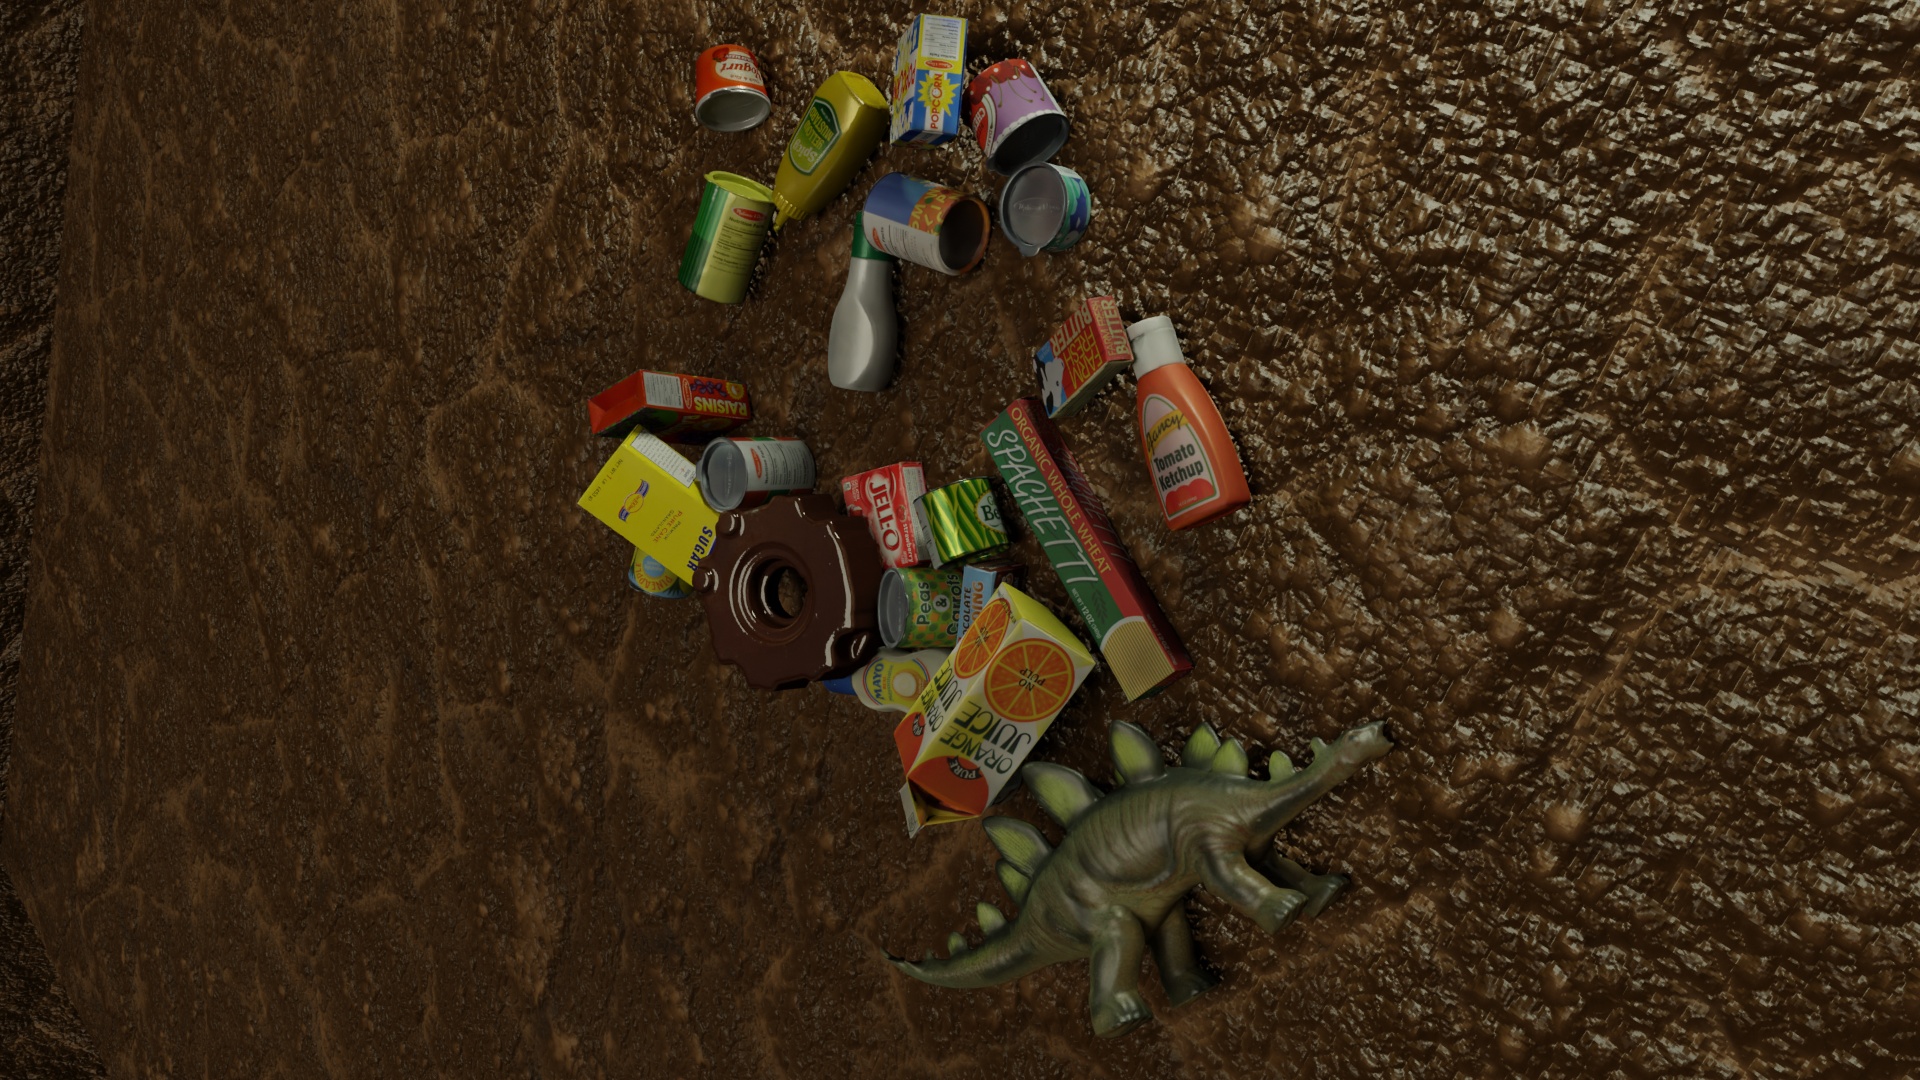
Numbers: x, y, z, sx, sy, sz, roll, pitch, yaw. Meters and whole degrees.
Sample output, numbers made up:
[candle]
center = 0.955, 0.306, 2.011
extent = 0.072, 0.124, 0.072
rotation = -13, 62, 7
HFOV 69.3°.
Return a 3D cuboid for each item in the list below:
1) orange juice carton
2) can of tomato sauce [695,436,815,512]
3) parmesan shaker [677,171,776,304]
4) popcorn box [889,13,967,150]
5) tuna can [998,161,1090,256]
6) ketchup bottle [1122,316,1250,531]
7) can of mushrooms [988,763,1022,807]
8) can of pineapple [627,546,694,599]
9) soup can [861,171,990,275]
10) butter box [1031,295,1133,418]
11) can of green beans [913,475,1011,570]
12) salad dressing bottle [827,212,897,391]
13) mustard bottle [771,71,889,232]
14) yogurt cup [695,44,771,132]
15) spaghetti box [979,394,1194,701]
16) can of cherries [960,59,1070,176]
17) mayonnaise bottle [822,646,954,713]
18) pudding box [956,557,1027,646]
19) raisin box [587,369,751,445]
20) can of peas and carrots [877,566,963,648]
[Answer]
[orange juice carton]
center = 0.012, 0.136, 1.060
extent = 0.192, 0.073, 0.072
rotation = -54, 21, 10
[can of tomato sauce]
center = -0.184, -0.060, 1.255
extent = 0.071, 0.083, 0.071
rotation = 4, 97, 41
[parmesan shaker]
center = -0.216, -0.277, 1.272
extent = 0.071, 0.071, 0.102
rotation = 40, 118, 31
[popcorn box]
center = -0.026, -0.353, 1.078
extent = 0.127, 0.038, 0.085
rotation = -134, 47, -76
[tuna can]
center = 0.064, -0.251, 1.058
extent = 0.071, 0.033, 0.071
rotation = 4, 97, 41
[ketchup bottle]
center = 0.155, -0.085, 0.988
extent = 0.064, 0.044, 0.149
rotation = -27, 75, 45
[can of mushrooms]
center = 0.015, 0.187, 1.138
extent = 0.071, 0.033, 0.071
rotation = 5, 98, 40
[can of pineapple]
center = -0.287, 0.017, 1.359
extent = 0.071, 0.071, 0.057
rotation = 34, 115, 34
[soup can]
center = -0.025, -0.256, 1.115
extent = 0.084, 0.071, 0.071
rotation = 26, 110, 35
[butter box]
center = 0.089, -0.134, 1.026
extent = 0.103, 0.024, 0.053
rotation = -43, 60, 61
[can of green beans]
center = 0.002, -0.013, 1.110
extent = 0.071, 0.071, 0.058
rotation = -25, 78, 39
[salad dressing bottle]
center = -0.079, -0.202, 1.180
extent = 0.064, 0.044, 0.147
rotation = 17, 103, 41
[mustard bottle]
center = -0.123, -0.326, 1.202
extent = 0.159, 0.049, 0.065
rotation = -50, 61, 32
[yogurt cup]
center = -0.209, -0.411, 1.261
extent = 0.072, 0.072, 0.054
rotation = -23, 71, 40
[spaghetti box]
center = 0.092, 0.003, 1.059
extent = 0.050, 0.029, 0.250
rotation = -41, 68, 34
[can of cherries]
center = 0.038, -0.319, 1.050
extent = 0.071, 0.072, 0.058
rotation = -42, 67, 35
[mayonnaise bottle]
center = -0.055, 0.119, 1.186
extent = 0.148, 0.041, 0.064
rotation = 2, 91, 40
[pudding box]
center = 0.024, 0.059, 1.108
extent = 0.030, 0.050, 0.083
rotation = 14, 103, 38
[raisin box]
center = -0.270, -0.123, 1.295
extent = 0.086, 0.123, 0.040
rotation = -21, 74, 39
[can of peas and carrots]
center = -0.029, 0.054, 1.132
extent = 0.071, 0.059, 0.071
rotation = -178, 89, -67
